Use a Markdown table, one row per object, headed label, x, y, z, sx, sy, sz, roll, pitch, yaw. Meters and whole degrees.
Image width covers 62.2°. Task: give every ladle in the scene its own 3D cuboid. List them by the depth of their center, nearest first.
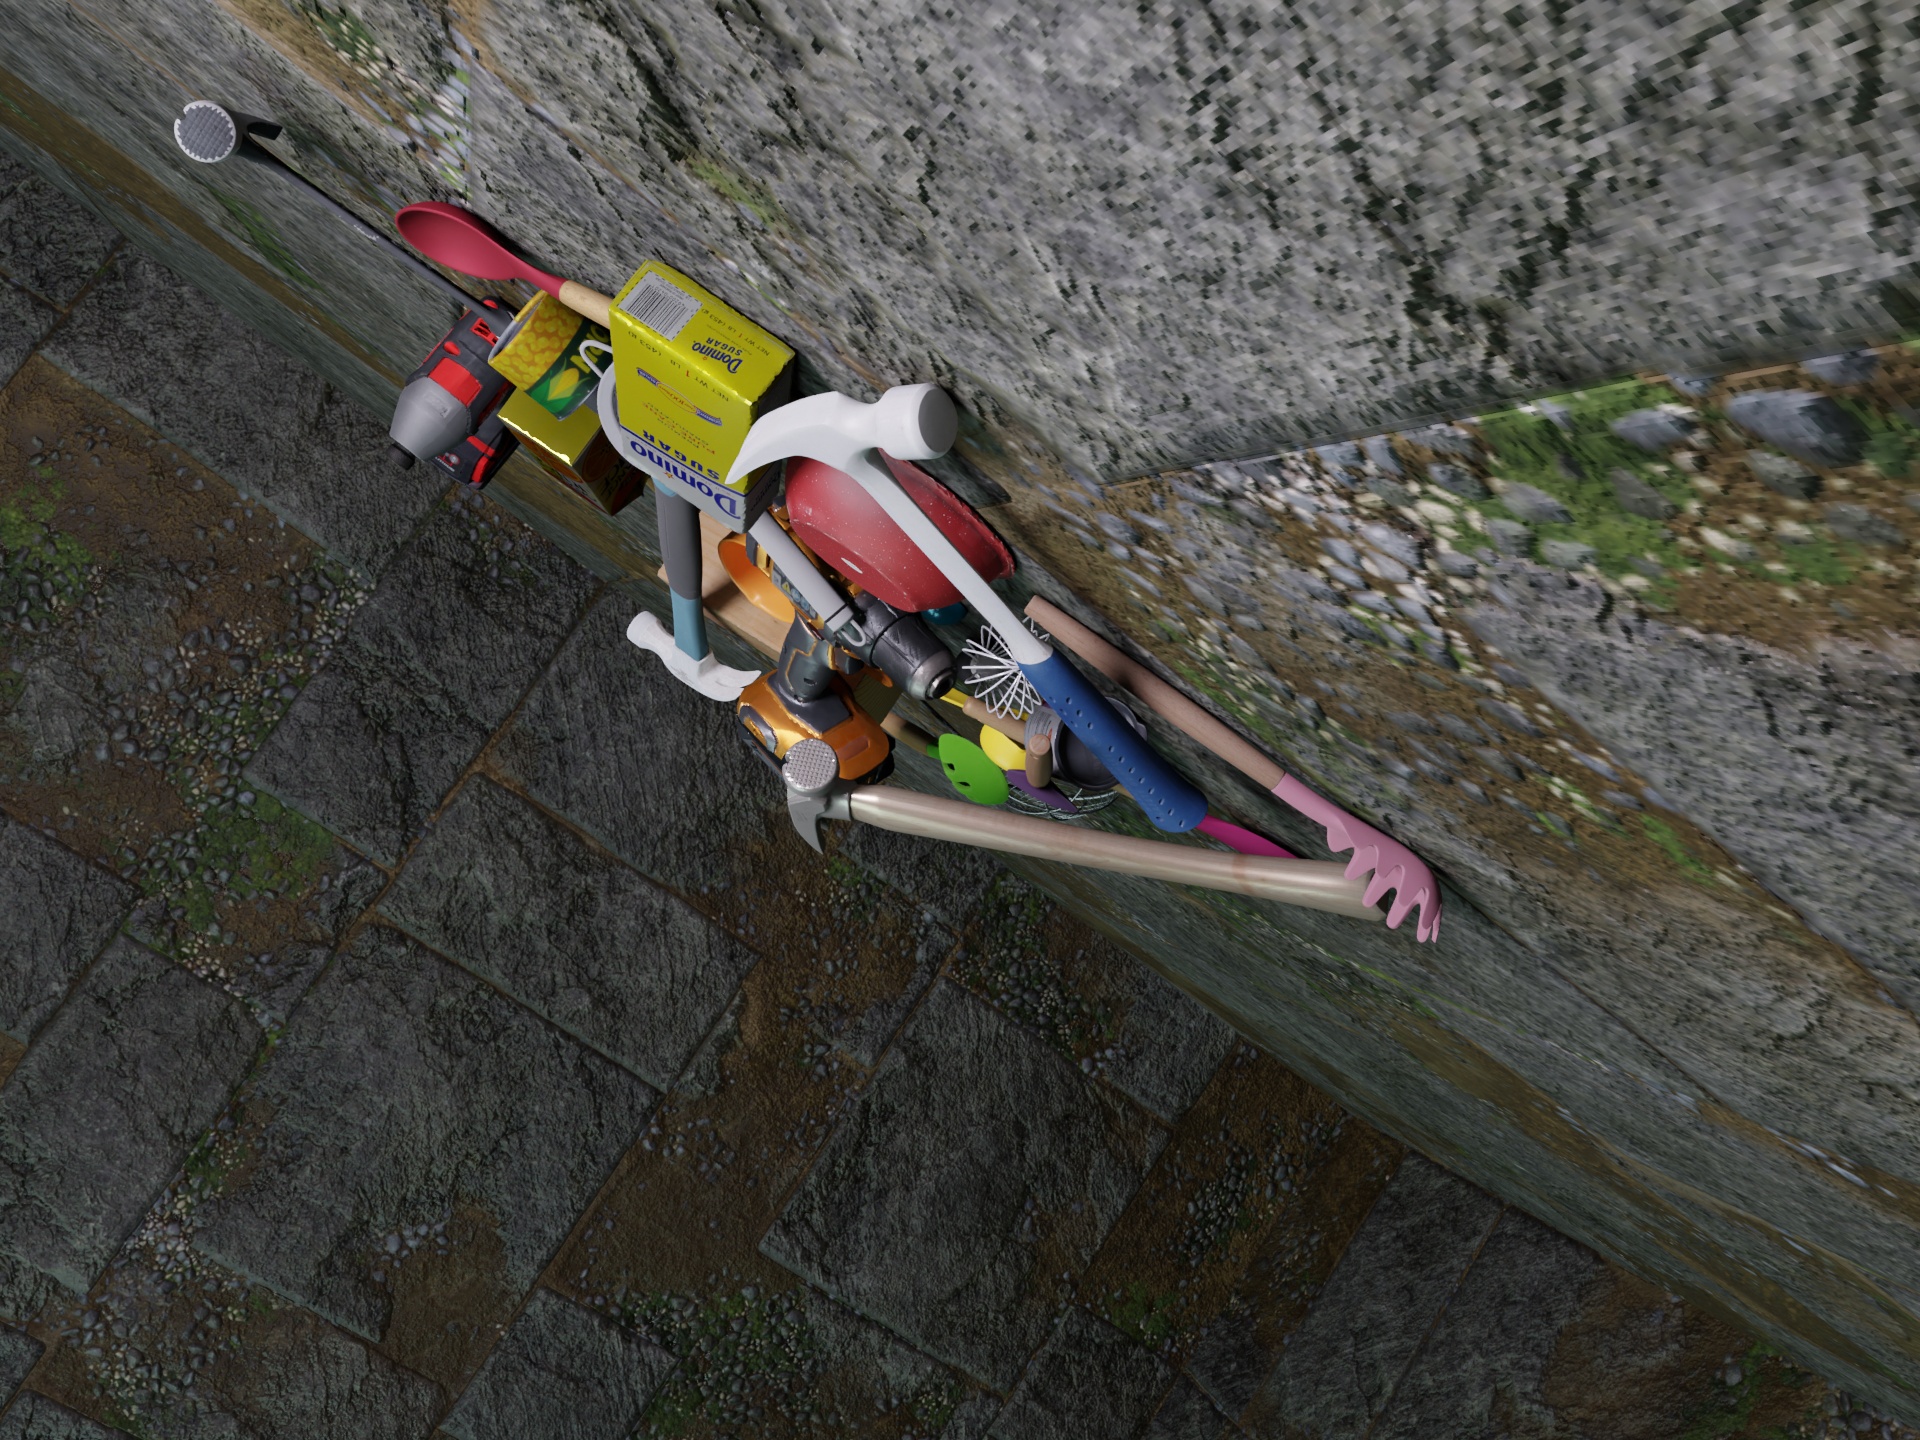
| label | x | y | z | sx | sy | sz | roll | pitch | yaw |
| --- | --- | --- | --- | --- | --- | --- | --- | --- | --- |
| ladle | -0.216 | -0.245 | 0.945 | 0.315 | 0.031 | 0.069 | 30 | 170 | 22 |

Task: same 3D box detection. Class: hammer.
| label | x | y | z | sx | sy | sz | roll | pitch | yaw |
| --- | --- | --- | --- | --- | --- | --- | --- | --- | --- |
| hammer | 0.031 | -0.045 | 0.887 | 0.144 | 0.035 | 0.405 | 4 | 152 | 39 |
| hammer | 0.084 | 0.089 | 1.096 | 0.410 | 0.038 | 0.146 | 10 | 157 | 5 |
| hammer | -0.332 | -0.284 | 1.101 | 0.408 | 0.036 | 0.149 | 35 | -171 | -23 |
| hammer | -0.215 | -0.111 | 1.230 | 0.128 | 0.033 | 0.330 | 36 | 156 | 11 |

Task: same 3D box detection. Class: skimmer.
| label | x | y | z | sx | sy | sz | roll | pitch | yaw |
| --- | --- | --- | --- | --- | --- | --- | --- | --- | --- |
| skimmer | -0.006 | -0.032 | 1.397 | 0.364 | 0.090 | 0.127 | 42 | 173 | 32 |

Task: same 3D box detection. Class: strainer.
| label | x | y | z | sx | sy | sz | roll | pitch | yaw |
| --- | --- | --- | --- | --- | --- | --- | --- | --- | --- |
| strainer | -0.146 | -0.148 | 1.029 | 0.258 | 0.087 | 0.050 | 50 | -146 | -6 |

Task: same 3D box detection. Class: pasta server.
| label | x | y | z | sx | sy | sz | roll | pitch | yaw |
| --- | --- | --- | --- | --- | --- | --- | --- | --- | --- |
| pasta server | 0.166 | 0.027 | 0.961 | 0.316 | 0.040 | 0.060 | 36 | 171 | -1 |

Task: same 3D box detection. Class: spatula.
| label | x | y | z | sx | sy | sz | roll | pitch | yaw |
| --- | --- | --- | --- | --- | --- | --- | --- | --- | --- |
| spatula | 0.054 | 0.037 | 1.063 | 0.060 | 0.018 | 0.316 | 28 | 174 | 7 |

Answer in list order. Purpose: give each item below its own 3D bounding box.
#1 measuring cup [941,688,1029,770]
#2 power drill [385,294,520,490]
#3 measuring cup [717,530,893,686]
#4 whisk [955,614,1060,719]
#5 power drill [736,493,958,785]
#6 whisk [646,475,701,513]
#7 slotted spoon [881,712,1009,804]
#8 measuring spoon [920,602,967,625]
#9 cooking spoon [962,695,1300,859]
| label | x | y | z | sx | sy | sz | roll | pitch | yaw |
| --- | --- | --- | --- | --- | --- | --- | --- | --- | --- |
| measuring cup | -0.002 | -0.004 | 1.201 | 0.156 | 0.029 | 0.062 | 26 | -153 | -7 |
| power drill | -0.389 | -0.249 | 1.253 | 0.078 | 0.143 | 0.220 | 38 | 175 | -12 |
| measuring cup | -0.107 | -0.098 | 1.240 | 0.173 | 0.052 | 0.095 | 39 | 158 | -1 |
| whisk | 0.023 | -0.040 | 1.129 | 0.070 | 0.070 | 0.284 | 35 | 178 | -7 |
| power drill | -0.083 | -0.030 | 1.143 | 0.185 | 0.084 | 0.226 | 43 | 145 | 24 |
| whisk | -0.217 | -0.155 | 1.488 | 0.051 | 0.047 | 0.244 | 30 | 169 | 40 |
| slotted spoon | -0.028 | 0.022 | 1.351 | 0.070 | 0.031 | 0.314 | 56 | 171 | -18 |
| measuring spoon | -0.043 | -0.093 | 1.178 | 0.042 | 0.021 | 0.129 | 40 | 170 | -39 |
| cooking spoon | 0.144 | 0.057 | 1.193 | 0.318 | 0.017 | 0.069 | 27 | 175 | -10 |
